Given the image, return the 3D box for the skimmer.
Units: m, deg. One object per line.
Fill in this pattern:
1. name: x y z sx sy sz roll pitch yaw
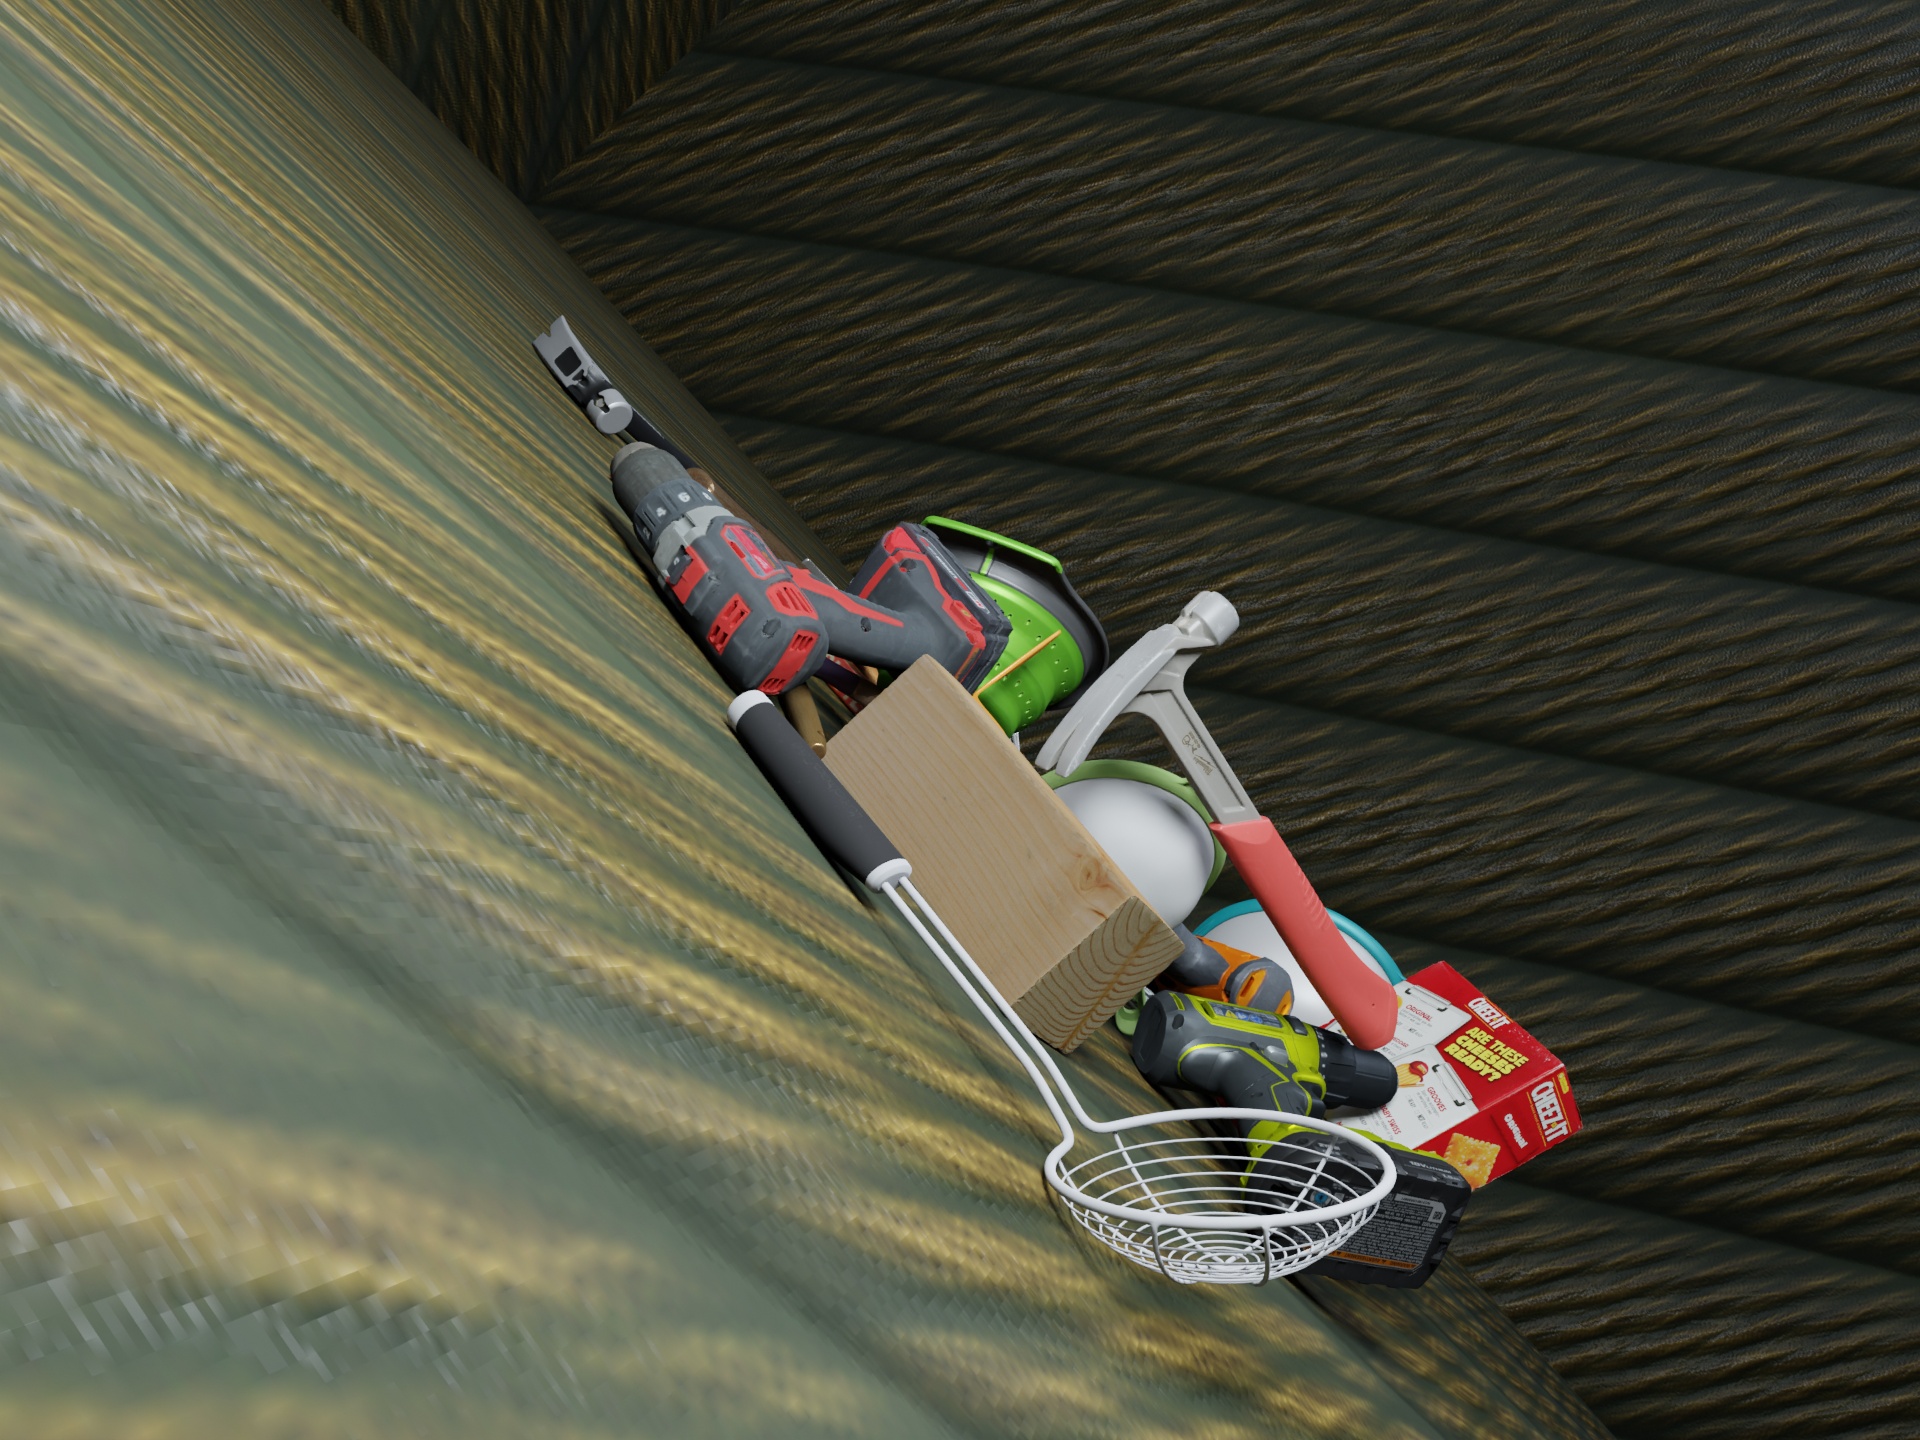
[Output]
1. skimmer: 0.017 0.085 0.658 0.127 0.090 0.364 -6 44 -47

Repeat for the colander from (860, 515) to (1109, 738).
1. colander: -0.002 -0.004 1.279 0.204 0.094 0.396 20 -28 7

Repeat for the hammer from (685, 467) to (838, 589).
1. hammer: -0.139 -0.123 1.284 0.130 0.031 0.331 44 1 26

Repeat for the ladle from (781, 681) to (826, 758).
1. ladle: -0.112 -0.036 1.027 0.069 0.031 0.316 37 9 -22

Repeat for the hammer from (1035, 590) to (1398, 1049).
1. hammer: 0.186 0.096 1.006 0.037 0.149 0.358 22 -28 56

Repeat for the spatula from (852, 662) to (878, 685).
1. spatula: -0.104 -0.054 1.475 0.322 0.041 0.081 52 1 -3

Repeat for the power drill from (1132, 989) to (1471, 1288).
1. power drill: 0.231 0.261 1.030 0.190 0.080 0.229 14 15 -15

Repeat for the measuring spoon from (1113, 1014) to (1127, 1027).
1. measuring spoon: 0.112 0.204 1.230 0.034 0.018 0.124 47 3 -19

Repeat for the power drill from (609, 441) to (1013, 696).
1. power drill: -0.094 -0.086 0.957 0.226 0.080 0.188 6 38 -52

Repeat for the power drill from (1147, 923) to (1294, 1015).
1. power drill: 0.131 0.154 1.214 0.226 0.084 0.164 41 -14 -23

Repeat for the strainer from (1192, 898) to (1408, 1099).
1. strainer: 0.207 0.230 1.329 0.340 0.211 0.095 29 28 15

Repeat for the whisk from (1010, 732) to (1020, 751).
1. whisk: 0.051 0.056 1.462 0.058 0.059 0.246 -18 86 -49

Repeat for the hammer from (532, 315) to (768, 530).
1. hammer: -0.263 -0.239 1.432 0.146 0.035 0.334 50 3 29

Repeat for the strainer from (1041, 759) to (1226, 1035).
1. strainer: 0.105 0.142 1.069 0.069 0.151 0.256 -81 164 -50

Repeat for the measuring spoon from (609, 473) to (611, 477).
1. measuring spoon: -0.212 -0.141 1.138 0.116 0.011 0.021 40 8 -45

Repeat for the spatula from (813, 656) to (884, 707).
1. spatula: -0.047 -0.009 1.005 0.315 0.018 0.060 30 17 -25

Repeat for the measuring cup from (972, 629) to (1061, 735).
1. measuring cup: 0.022 0.004 1.107 0.052 0.173 0.095 52 -22 -2
